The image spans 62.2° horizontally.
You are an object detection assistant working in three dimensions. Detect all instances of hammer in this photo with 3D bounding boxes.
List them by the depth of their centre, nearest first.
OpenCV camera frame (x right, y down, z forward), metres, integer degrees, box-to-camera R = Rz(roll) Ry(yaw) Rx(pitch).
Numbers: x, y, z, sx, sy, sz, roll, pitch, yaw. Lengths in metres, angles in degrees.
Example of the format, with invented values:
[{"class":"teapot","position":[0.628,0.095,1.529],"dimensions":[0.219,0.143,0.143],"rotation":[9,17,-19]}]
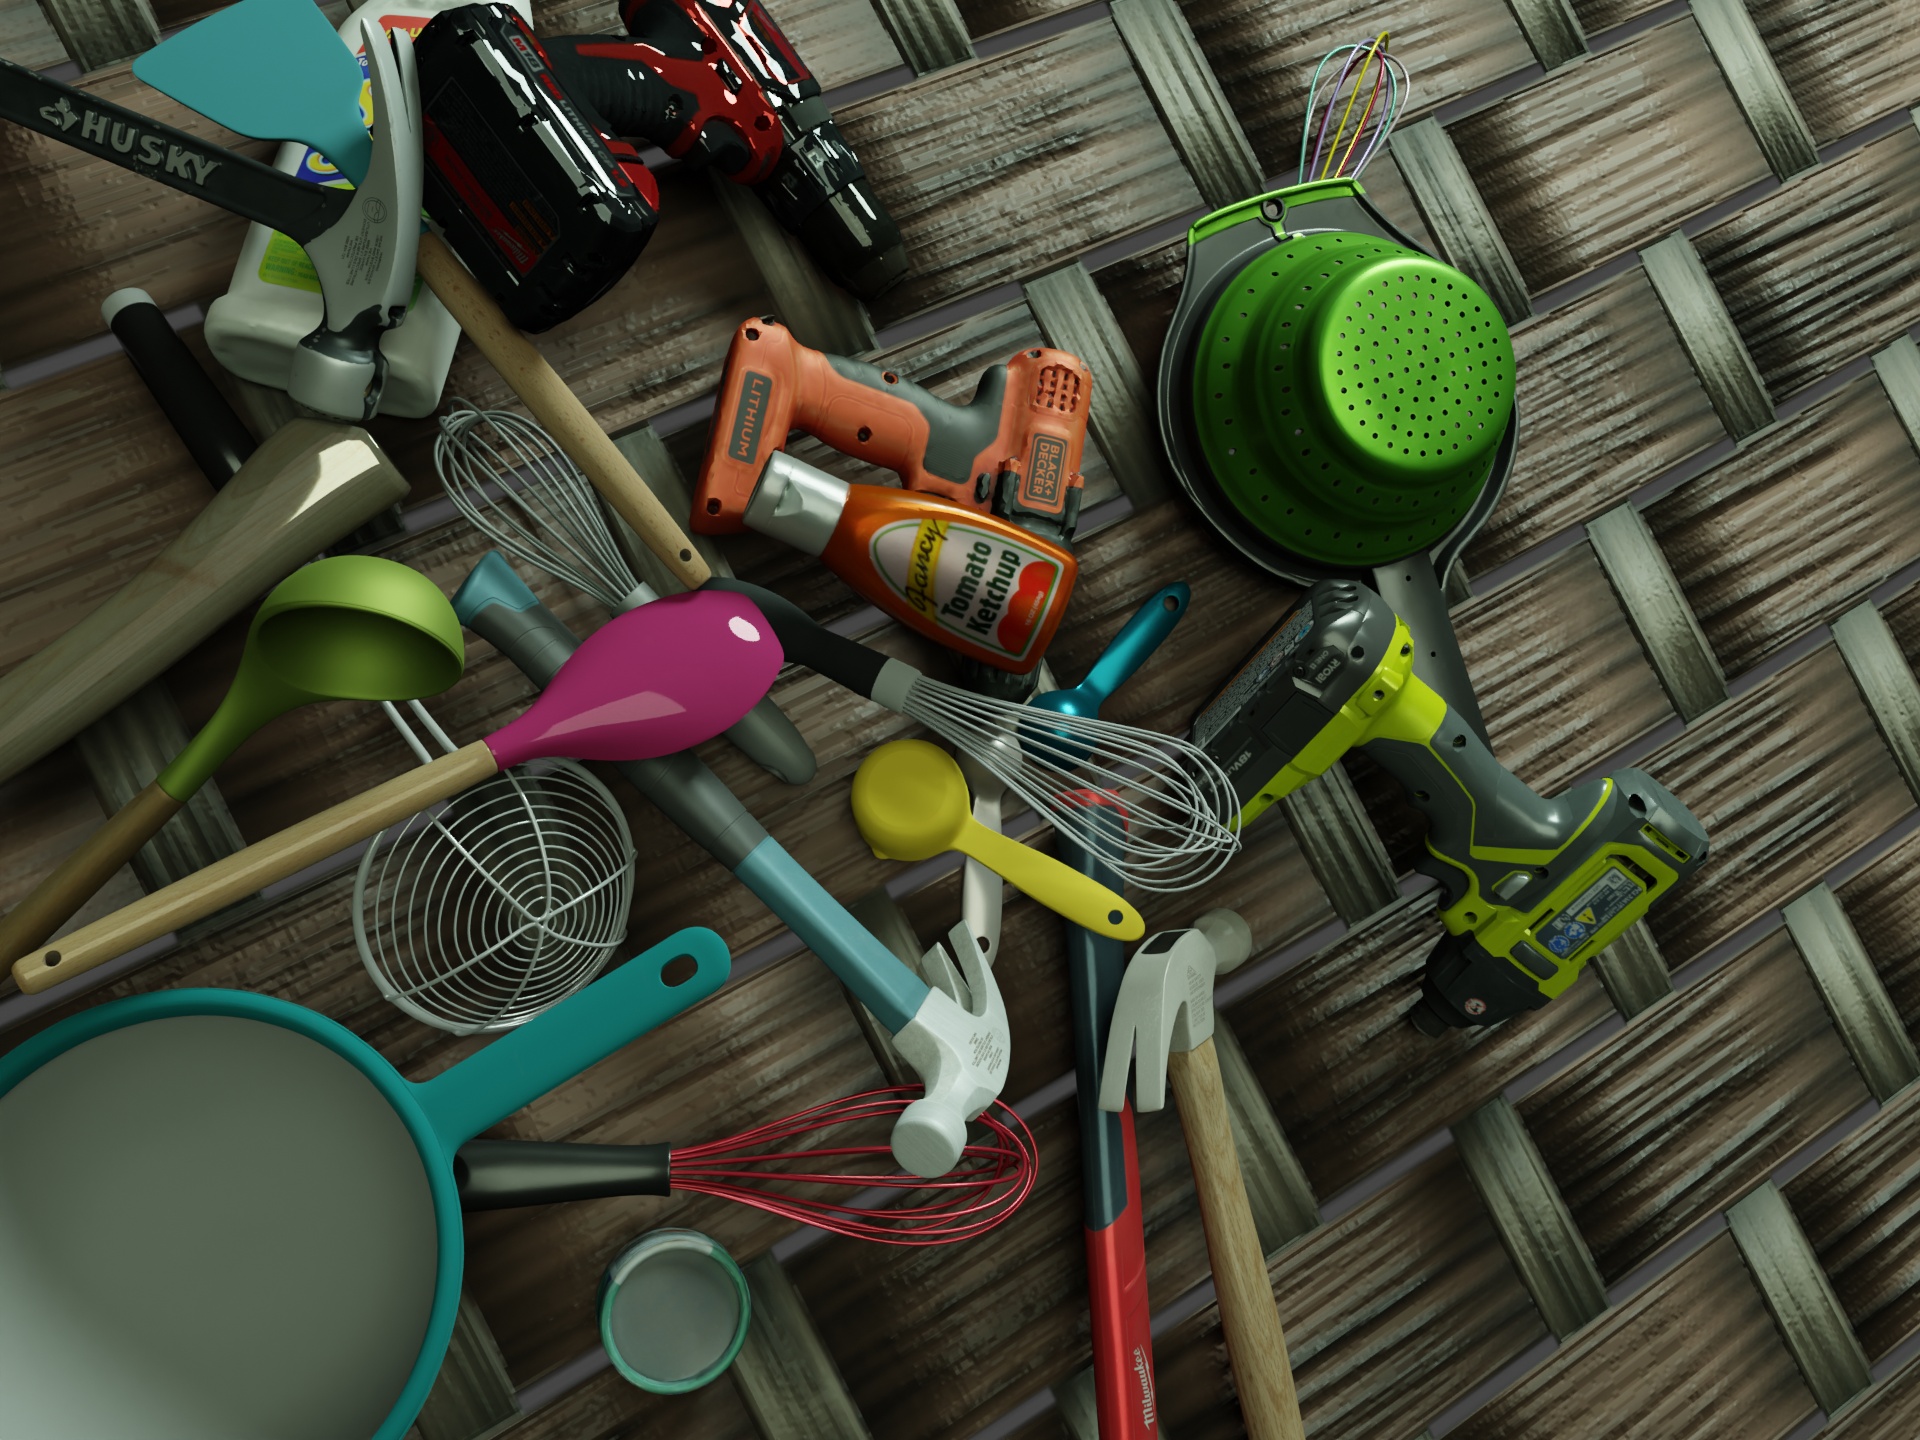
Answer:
[{"class":"hammer","position":[-0.391,0.023,0.629],"dimensions":[0.410,0.038,0.146],"rotation":[-38,94,-8]},{"class":"hammer","position":[-0.399,-0.266,0.642],"dimensions":[0.409,0.036,0.149],"rotation":[24,107,6]},{"class":"hammer","position":[-0.103,0.050,0.707],"dimensions":[0.331,0.128,0.033],"rotation":[45,116,0]},{"class":"hammer","position":[0.062,0.222,0.730],"dimensions":[0.143,0.038,0.386],"rotation":[14,69,-55]},{"class":"hammer","position":[0.132,0.264,0.755],"dimensions":[0.130,0.031,0.331],"rotation":[-15,93,-56]}]

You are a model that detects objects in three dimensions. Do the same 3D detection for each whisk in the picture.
[{"class":"whisk","position":[-0.109,0.199,0.706],"dimensions":[0.295,0.073,0.073],"rotation":[1,81,-9]},{"class":"whisk","position":[-0.001,-0.003,0.735],"dimensions":[0.284,0.070,0.070],"rotation":[26,75,10]},{"class":"whisk","position":[-0.152,-0.057,0.737],"dimensions":[0.239,0.055,0.055],"rotation":[46,73,-10]},{"class":"whisk","position":[0.188,-0.273,0.870],"dimensions":[0.051,0.047,0.245],"rotation":[26,79,-12]}]

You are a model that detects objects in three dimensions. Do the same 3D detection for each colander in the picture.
[{"class":"colander","position":[0.236,-0.092,0.809],"dimensions":[0.204,0.094,0.397],"rotation":[-20,93,-13]}]

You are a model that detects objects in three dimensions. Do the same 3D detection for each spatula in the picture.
[{"class":"spatula","position":[-0.215,-0.181,0.683],"dimensions":[0.082,0.044,0.317],"rotation":[-43,100,-24]}]

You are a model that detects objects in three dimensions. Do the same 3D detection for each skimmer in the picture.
[{"class":"skimmer","position":[-0.275,-0.029,0.706],"dimensions":[0.127,0.090,0.363],"rotation":[-32,81,-29]}]

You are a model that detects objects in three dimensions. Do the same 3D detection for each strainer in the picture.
[{"class":"strainer","position":[-0.242,0.184,0.639],"dimensions":[0.340,0.095,0.211],"rotation":[-30,79,-14]}]

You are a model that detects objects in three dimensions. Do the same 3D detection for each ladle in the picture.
[{"class":"ladle","position":[-0.325,0.053,0.623],"dimensions":[0.320,0.078,0.062],"rotation":[-43,54,1]}]

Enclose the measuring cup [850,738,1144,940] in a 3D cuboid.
[{"class":"measuring cup","position":[0.017,0.059,0.745],"dimensions":[0.156,0.029,0.062],"rotation":[28,74,16]}]

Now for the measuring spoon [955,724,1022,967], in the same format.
[{"class":"measuring spoon","position":[0.014,0.063,0.780],"dimensions":[0.034,0.018,0.124],"rotation":[5,81,-15]}]

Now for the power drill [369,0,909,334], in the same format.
[{"class":"power drill","position":[-0.126,-0.251,0.721],"dimensions":[0.188,0.080,0.227],"rotation":[53,40,-9]}]

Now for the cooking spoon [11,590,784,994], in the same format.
[{"class":"cooking spoon","position":[-0.213,0.026,0.640],"dimensions":[0.319,0.017,0.069],"rotation":[-28,77,-23]}]

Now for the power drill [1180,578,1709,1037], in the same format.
[{"class":"power drill","position":[0.225,0.051,0.787],"dimensions":[0.223,0.080,0.171],"rotation":[37,114,-6]}]

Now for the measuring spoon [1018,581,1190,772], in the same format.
[{"class":"measuring spoon","position":[0.079,-0.027,0.810],"dimensions":[0.042,0.021,0.128],"rotation":[44,74,-6]}]
